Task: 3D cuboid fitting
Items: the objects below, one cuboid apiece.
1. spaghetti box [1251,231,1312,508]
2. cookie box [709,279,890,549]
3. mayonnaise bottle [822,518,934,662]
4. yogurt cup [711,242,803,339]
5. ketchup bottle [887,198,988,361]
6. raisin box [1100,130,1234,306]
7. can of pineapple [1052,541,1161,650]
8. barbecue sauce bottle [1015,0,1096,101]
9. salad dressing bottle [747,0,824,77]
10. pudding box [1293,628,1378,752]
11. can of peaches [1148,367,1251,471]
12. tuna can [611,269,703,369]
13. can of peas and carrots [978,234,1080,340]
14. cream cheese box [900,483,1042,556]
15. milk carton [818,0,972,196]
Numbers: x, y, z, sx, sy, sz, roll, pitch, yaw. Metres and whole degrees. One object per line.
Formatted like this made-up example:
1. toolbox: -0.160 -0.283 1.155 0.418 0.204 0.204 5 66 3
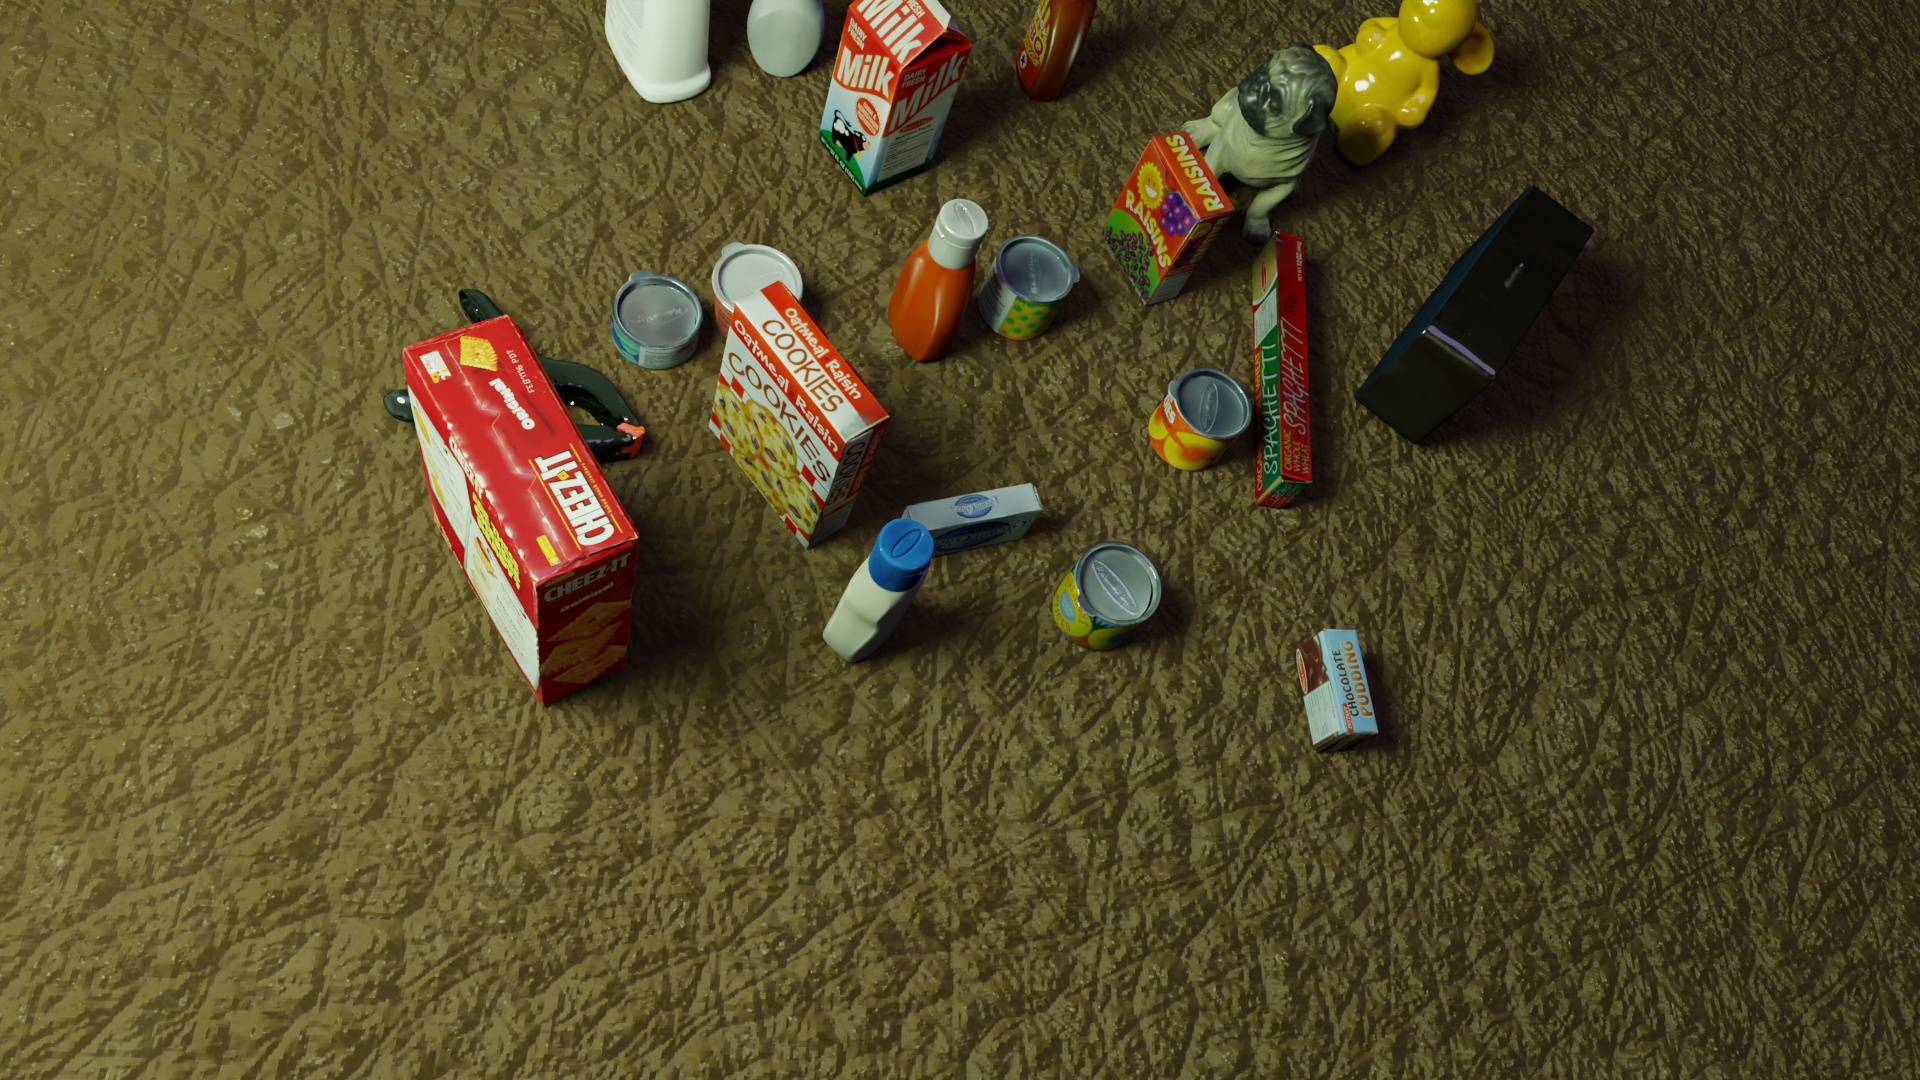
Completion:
1. spaghetti box: 0.269 -0.146 1.171 0.029 0.050 0.251 11 62 -11
2. cookie box: -0.115 -0.083 0.960 0.040 0.166 0.123 -33 78 -27
3. mayonnaise bottle: -0.052 0.032 0.933 0.041 0.147 0.065 42 61 6
4. yogurt cup: -0.158 -0.183 1.061 0.072 0.053 0.072 7 63 -13
5. ketchup bottle: -0.016 -0.199 1.056 0.044 0.148 0.065 -20 72 -24
6. raisin box: 0.170 -0.267 1.159 0.040 0.122 0.086 -18 71 -23
7. can of pineapple: 0.105 0.042 1.026 0.071 0.057 0.071 7 63 -13
8. barbecue sauce bottle: 0.090 -0.457 1.214 0.044 0.148 0.065 -2 66 -17
9. salad dressing bottle: -0.139 -0.449 1.143 0.064 0.147 0.044 7 64 -13
10. pudding box: 0.283 0.113 1.049 0.030 0.049 0.084 1 65 -16
11. can of peaches: 0.190 -0.098 1.119 0.071 0.057 0.071 7 63 -13
12. tuna can: -0.229 -0.166 1.043 0.071 0.032 0.071 7 63 -13
13. can of peas and carrots: 0.055 -0.205 1.132 0.071 0.058 0.071 7 63 -13
14. cream cheese box: 0.004 -0.013 1.026 0.104 0.053 0.024 -11 69 -21
15. milk carton: -0.051 -0.370 1.106 0.074 0.189 0.072 -30 76 -26
